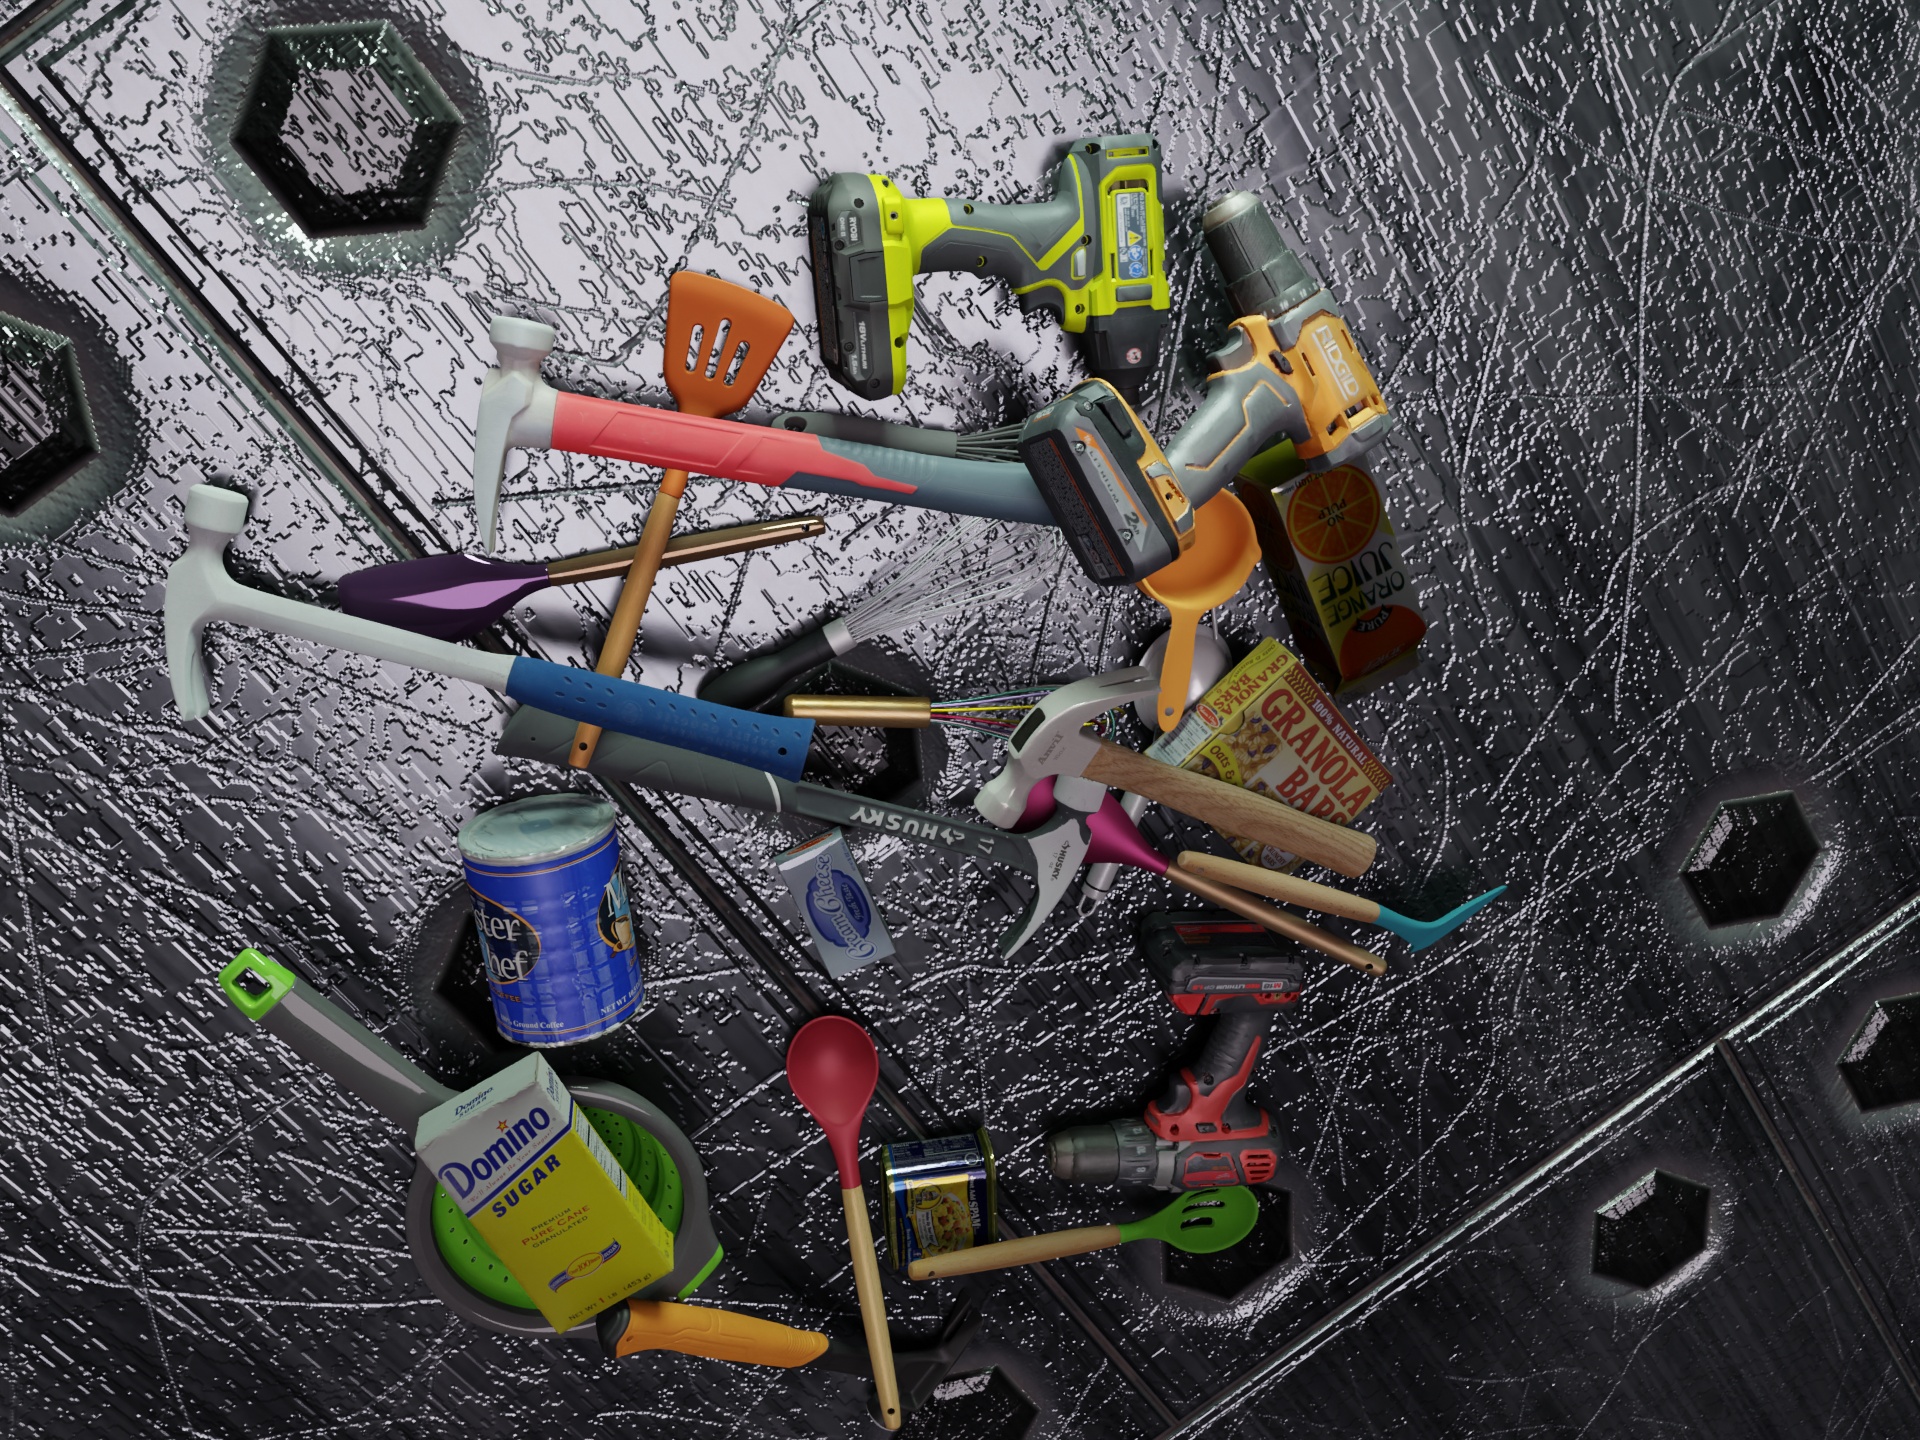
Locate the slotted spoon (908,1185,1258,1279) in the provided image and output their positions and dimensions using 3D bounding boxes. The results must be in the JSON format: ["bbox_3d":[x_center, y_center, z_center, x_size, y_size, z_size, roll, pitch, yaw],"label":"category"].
[{"bbox_3d":[0.101,0.405,1.248,0.313,0.031,0.070,0,109,-29],"label":"slotted spoon"}]

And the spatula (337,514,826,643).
[{"bbox_3d":[-0.244,-0.098,1.045,0.316,0.018,0.059,-12,103,-7],"label":"spatula"}]

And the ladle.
[{"bbox_3d":[-0.076,0.374,1.189,0.069,0.031,0.315,-10,90,-3],"label":"ladle"}]

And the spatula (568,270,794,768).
[{"bbox_3d":[-0.195,-0.122,1.019,0.081,0.041,0.322,19,93,-11],"label":"spatula"}]

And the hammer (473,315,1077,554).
[{"bbox_3d":[-0.105,-0.148,1.000,0.386,0.038,0.143,8,100,-11],"label":"hammer"}]

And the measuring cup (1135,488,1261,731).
[{"bbox_3d":[0.150,-0.081,1.111,0.095,0.052,0.173,5,102,-12],"label":"measuring cup"}]

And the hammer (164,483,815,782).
[{"bbox_3d":[-0.294,-0.025,1.000,0.405,0.035,0.144,15,97,-5],"label":"hammer"}]

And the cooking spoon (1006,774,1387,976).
[{"bbox_3d":[0.173,0.118,1.166,0.319,0.017,0.068,25,112,-7],"label":"cooking spoon"}]

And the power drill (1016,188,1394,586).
[{"bbox_3d":[0.147,-0.209,0.991,0.226,0.084,0.185,-33,101,-17],"label":"power drill"}]

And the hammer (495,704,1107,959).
[{"bbox_3d":[-0.111,0.057,1.093,0.408,0.036,0.149,14,106,-11],"label":"hammer"}]

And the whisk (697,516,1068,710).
[{"bbox_3d":[-0.054,-0.073,1.078,0.284,0.070,0.070,-27,112,2],"label":"whisk"}]

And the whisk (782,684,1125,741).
[{"bbox_3d":[-0.002,-0.002,1.113,0.245,0.047,0.051,1,103,-14],"label":"whisk"}]

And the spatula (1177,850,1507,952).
[{"bbox_3d":[0.281,0.129,1.173,0.317,0.044,0.082,17,132,-30],"label":"spatula"}]

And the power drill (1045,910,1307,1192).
[{"bbox_3d":[0.167,0.265,1.229,0.188,0.080,0.226,1,111,-12],"label":"power drill"}]

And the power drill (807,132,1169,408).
[{"bbox_3d":[0.023,-0.276,1.014,0.223,0.080,0.171,-9,109,-13],"label":"power drill"}]

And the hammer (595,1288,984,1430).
[{"bbox_3d":[-0.127,0.464,1.192,0.336,0.034,0.127,29,100,-41],"label":"hammer"}]

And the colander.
[{"bbox_3d":[-0.339,0.274,1.108,0.204,0.095,0.396,-43,112,4],"label":"colander"}]

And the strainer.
[{"bbox_3d":[0.141,0.034,1.164,0.086,0.050,0.258,12,109,-31],"label":"strainer"}]

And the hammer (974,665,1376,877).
[{"bbox_3d":[0.171,0.053,1.095,0.331,0.031,0.130,20,114,-33],"label":"hammer"}]

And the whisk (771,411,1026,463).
[{"bbox_3d":[-0.006,-0.183,1.055,0.239,0.055,0.055,5,107,-9],"label":"whisk"}]
